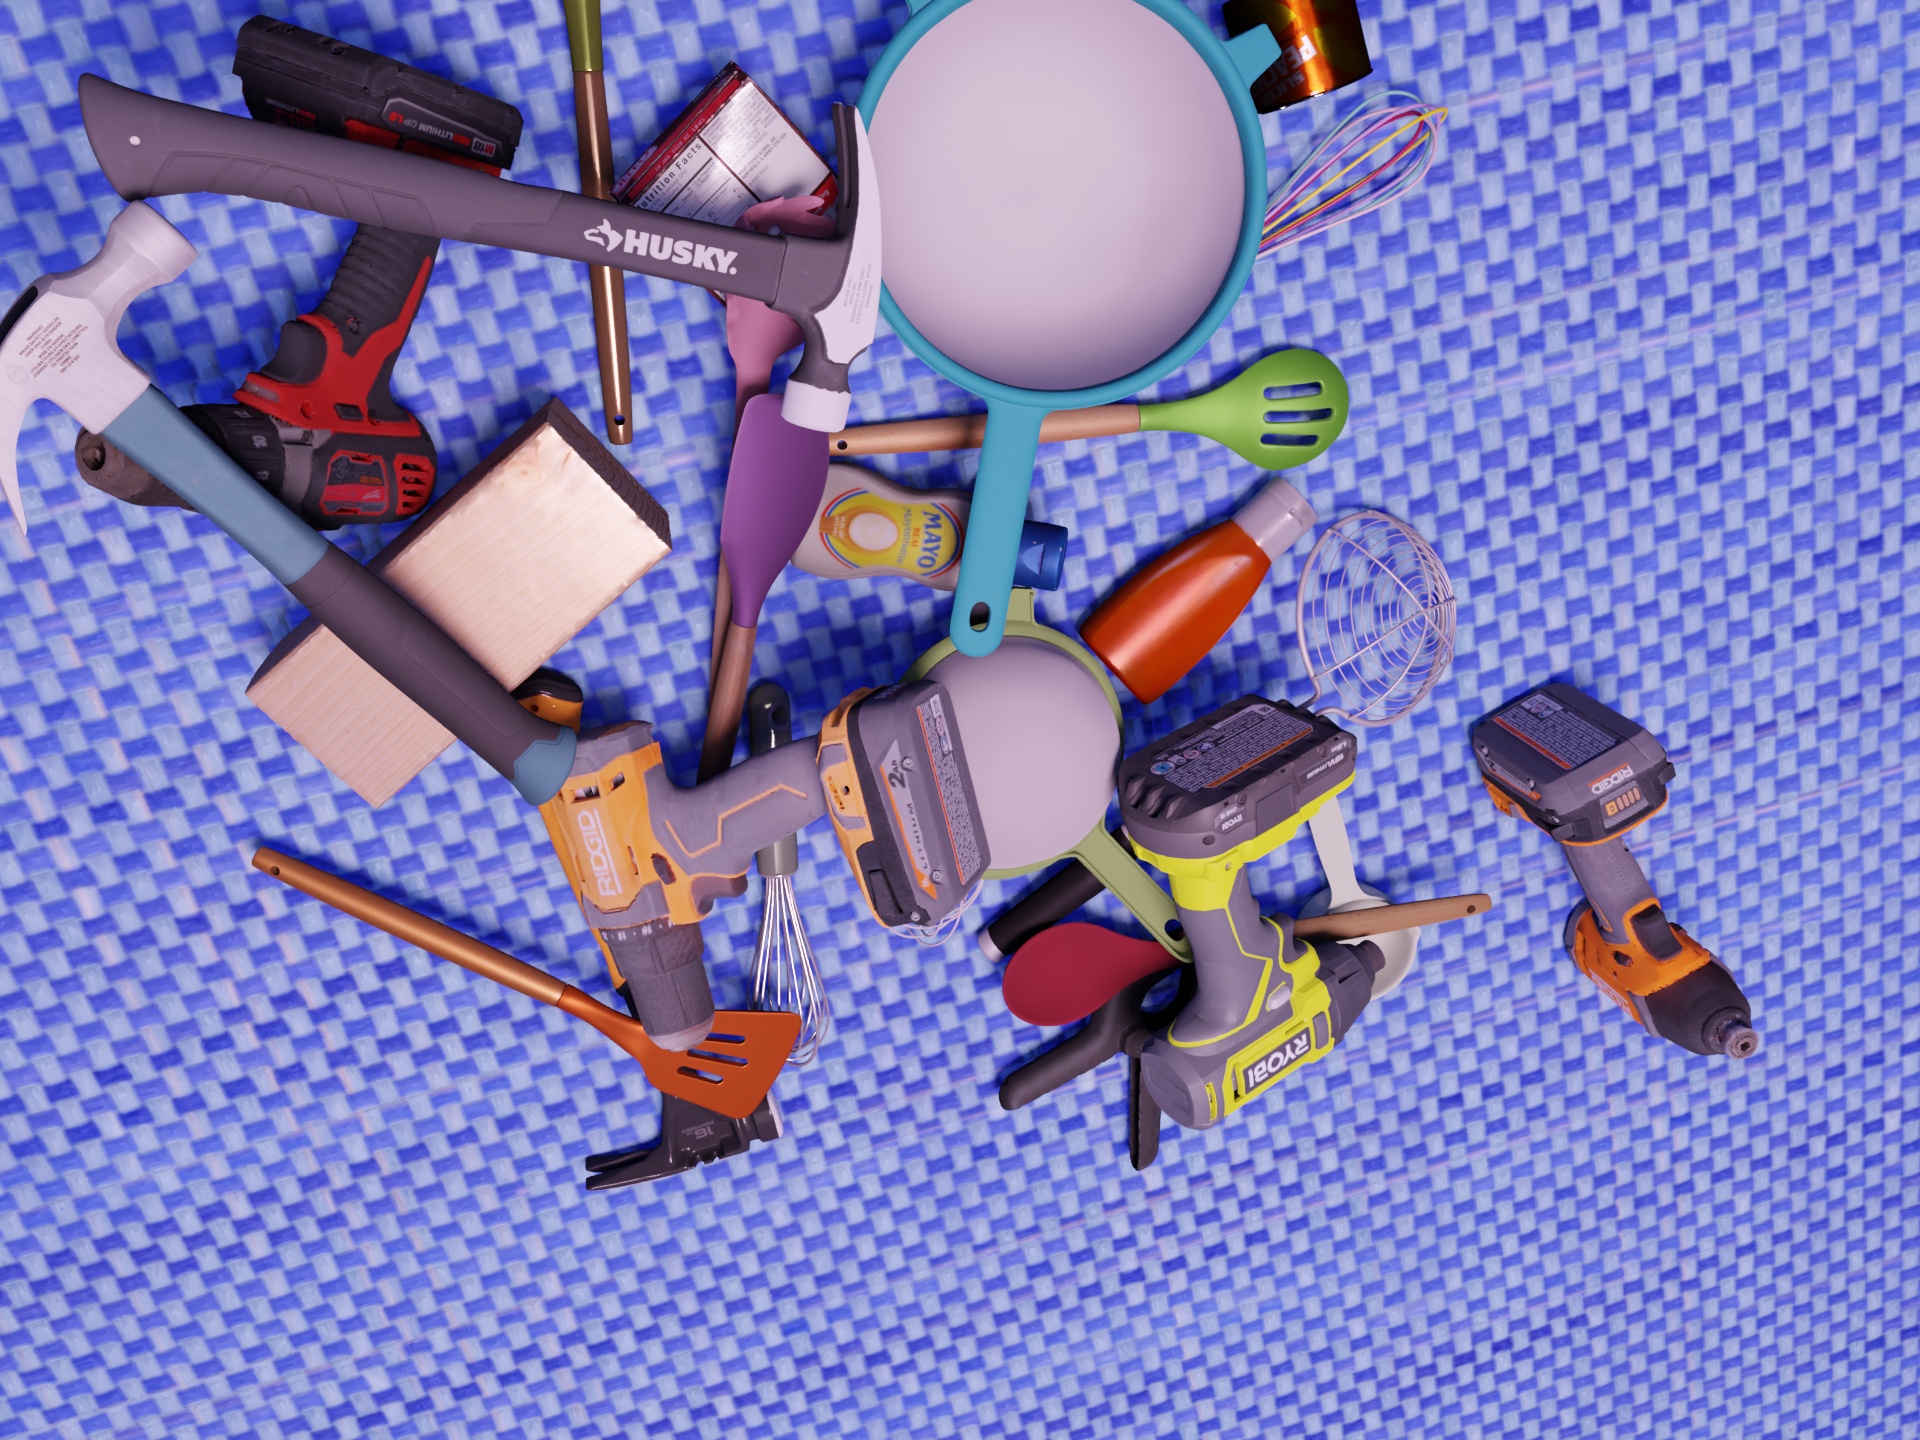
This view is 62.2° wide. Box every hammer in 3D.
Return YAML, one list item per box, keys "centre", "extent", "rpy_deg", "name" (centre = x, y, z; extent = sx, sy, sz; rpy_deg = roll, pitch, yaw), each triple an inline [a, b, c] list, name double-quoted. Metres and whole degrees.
- centre: [-0.210, 0.129, 0.947]
  extent: [0.127, 0.034, 0.336]
  rpy_deg: [-17, 112, -6]
  name: "hammer"
- centre: [-0.190, -0.223, 0.685]
  extent: [0.334, 0.035, 0.146]
  rpy_deg: [5, 111, -25]
  name: "hammer"
- centre: [-0.285, -0.064, 0.718]
  extent: [0.128, 0.033, 0.330]
  rpy_deg: [-46, 134, -7]
  name: "hammer"

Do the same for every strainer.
- centre: [0.067, 0.059, 0.899]
  extent: [0.151, 0.069, 0.256]
  rpy_deg: [-46, 109, -5]
  name: "strainer"
- centre: [0.031, -0.206, 0.828]
  extent: [0.211, 0.095, 0.340]
  rpy_deg: [8, 102, -10]
  name: "strainer"

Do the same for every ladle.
- centre: [0.179, 0.138, 0.996]
  extent: [0.315, 0.031, 0.069]
  rpy_deg: [-9, 111, -4]
  name: "ladle"
- centre: [-0.182, -0.292, 0.787]
  extent: [0.078, 0.062, 0.320]
  rpy_deg: [-4, 113, -10]
  name: "ladle"

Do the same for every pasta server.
- centre: [-0.112, -0.123, 0.842]
  extent: [0.060, 0.040, 0.316]
  rpy_deg: [-11, 127, -33]
  name: "pasta server"

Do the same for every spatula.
- centre: [-0.122, -0.033, 0.879]
  extent: [0.059, 0.018, 0.315]
  rpy_deg: [-7, 127, -36]
  name: "spatula"
- centre: [-0.251, 0.144, 0.917]
  extent: [0.322, 0.041, 0.081]
  rpy_deg: [27, 106, -7]
  name: "spatula"

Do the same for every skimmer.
- centre: [0.150, 0.020, 0.980]
  extent: [0.363, 0.090, 0.127]
  rpy_deg: [-39, 117, 16]
  name: "skimmer"

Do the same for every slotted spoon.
- centre: [0.075, -0.167, 0.899]
  extent: [0.313, 0.031, 0.070]
  rpy_deg: [-5, 113, -7]
  name: "slotted spoon"

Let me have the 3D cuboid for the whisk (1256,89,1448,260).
- centre: [0.160, -0.264, 0.871]
  extent: [0.245, 0.047, 0.051]
  rpy_deg: [-34, 114, 6]
  name: "whisk"

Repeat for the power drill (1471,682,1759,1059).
- centre: [0.416, 0.102, 0.990]
  extent: [0.084, 0.164, 0.226]
  rpy_deg: [-30, 111, 1]
  name: "power drill"

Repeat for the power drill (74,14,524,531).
- centre: [-0.304, -0.196, 0.735]
  extent: [0.080, 0.188, 0.226]
  rpy_deg: [24, 105, 18]
  name: "power drill"

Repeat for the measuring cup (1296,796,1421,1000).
- centre: [0.241, 0.102, 1.025]
  extent: [0.083, 0.038, 0.167]
  rpy_deg: [-19, 107, -2]
  name: "measuring cup"

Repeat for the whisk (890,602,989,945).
- centre: [-0.001, -0.003, 0.928]
  extent: [0.070, 0.070, 0.284]
  rpy_deg: [7, 103, -13]
  name: "whisk"

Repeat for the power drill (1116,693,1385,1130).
- centre: [0.173, 0.107, 0.913]
  extent: [0.171, 0.080, 0.223]
  rpy_deg: [-26, 121, -25]
  name: "power drill"

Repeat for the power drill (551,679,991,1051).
- centre: [-0.103, 0.079, 0.848]
  extent: [0.226, 0.084, 0.185]
  rpy_deg: [-11, 100, 20]
  name: "power drill"

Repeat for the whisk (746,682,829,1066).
- centre: [-0.109, 0.096, 0.952]
  extent: [0.058, 0.059, 0.246]
  rpy_deg: [-18, 113, -44]
  name: "whisk"
